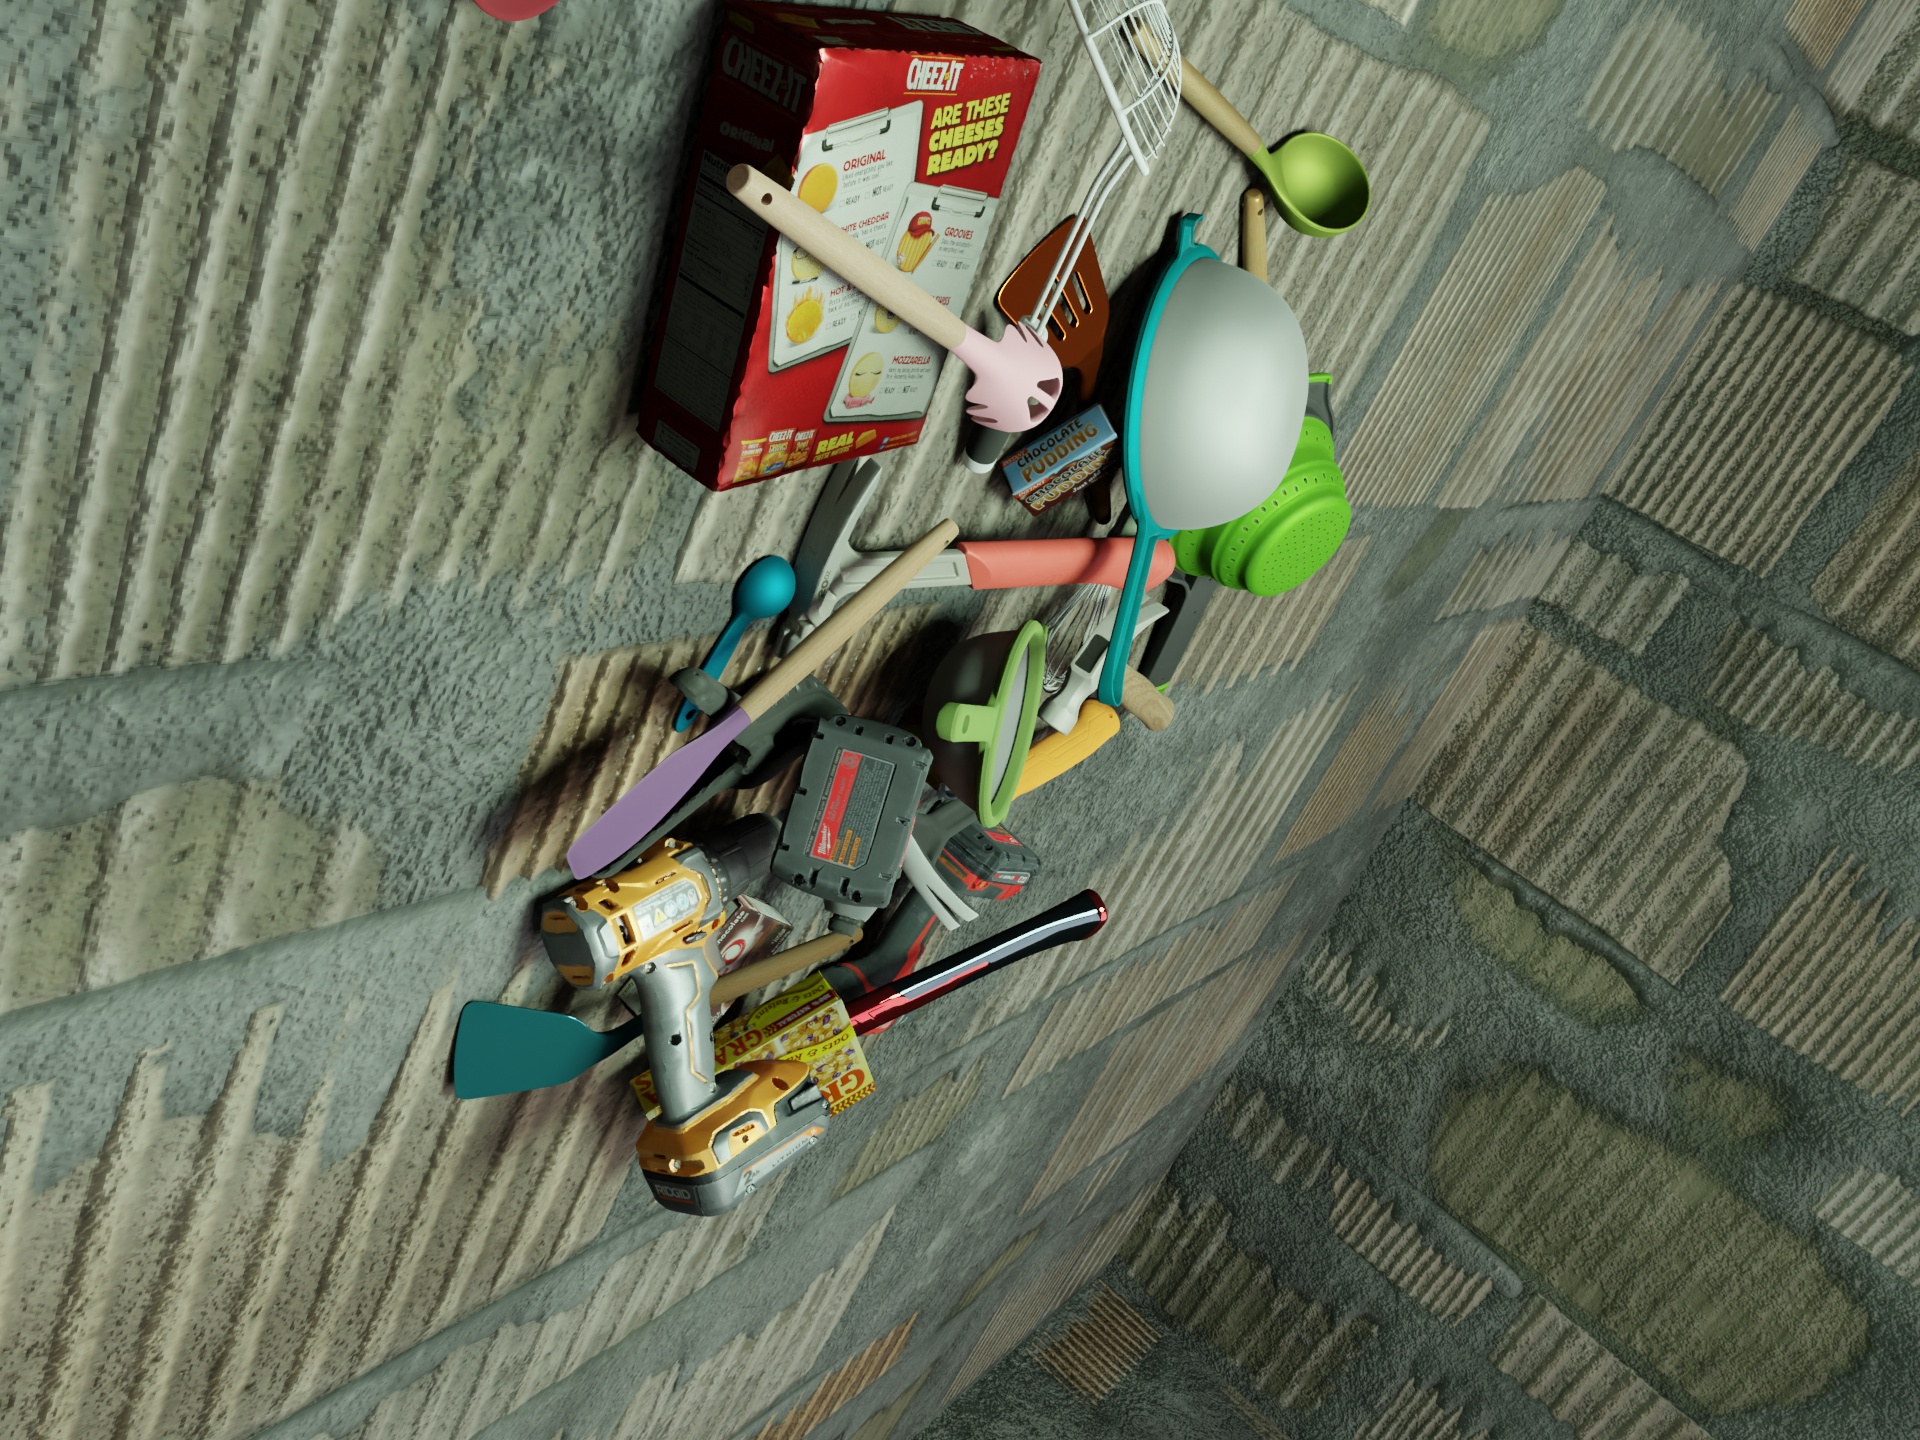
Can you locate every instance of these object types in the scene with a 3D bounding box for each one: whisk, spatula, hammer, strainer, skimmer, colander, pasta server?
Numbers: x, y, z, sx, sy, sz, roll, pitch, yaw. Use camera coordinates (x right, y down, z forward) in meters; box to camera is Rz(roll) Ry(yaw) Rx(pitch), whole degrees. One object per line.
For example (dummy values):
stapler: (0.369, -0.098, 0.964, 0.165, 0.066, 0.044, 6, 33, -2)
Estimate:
whisk: (0.115, -0.119, 1.269, 0.058, 0.059, 0.246, -96, -153, -53)
spatula: (-0.110, -0.019, 0.937, 0.316, 0.018, 0.059, -45, 162, -22)
spatula: (-0.194, 0.187, 1.100, 0.317, 0.044, 0.082, -16, 130, -44)
hammer: (0.033, -0.116, 1.095, 0.359, 0.037, 0.149, -9, 133, -46)
strainer: (-0.002, -0.003, 1.085, 0.256, 0.069, 0.151, 2, 101, -77)
hammer: (0.148, -0.030, 1.381, 0.130, 0.031, 0.331, -56, 162, 3)
hammer: (-0.047, 0.217, 1.313, 0.386, 0.038, 0.143, -22, 134, -21)
hammer: (0.051, 0.056, 1.354, 0.034, 0.127, 0.337, -35, 177, 38)
skimmer: (0.034, -0.266, 0.900, 0.090, 0.127, 0.363, -3, 150, -21)
spatula: (0.084, -0.222, 1.121, 0.081, 0.041, 0.322, -47, 160, -9)
strainer: (0.178, -0.167, 1.125, 0.210, 0.095, 0.340, 35, 68, -64)
colander: (0.246, -0.121, 1.423, 0.204, 0.095, 0.396, -18, 146, -31)
pasta server: (-0.022, -0.201, 0.777, 0.060, 0.040, 0.316, -59, 153, 9)

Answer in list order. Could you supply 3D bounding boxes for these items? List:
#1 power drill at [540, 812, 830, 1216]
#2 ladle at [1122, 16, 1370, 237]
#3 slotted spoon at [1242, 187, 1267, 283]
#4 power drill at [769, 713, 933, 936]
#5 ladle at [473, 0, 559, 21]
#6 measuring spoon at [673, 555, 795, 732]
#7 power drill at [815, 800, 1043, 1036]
power drill: (-0.161, 0.183, 1.049, 0.185, 0.084, 0.226, -29, 106, -45)
ladle: (0.192, -0.392, 1.042, 0.062, 0.078, 0.320, -14, 170, 30)
slotted spoon: (0.238, -0.307, 1.276, 0.070, 0.031, 0.313, -41, 152, -11)
power drill: (-0.069, 0.077, 1.093, 0.219, 0.078, 0.143, 88, 19, -81)
ladle: (-0.085, -0.333, 0.657, 0.315, 0.031, 0.069, -31, 151, -44)
measuring spoon: (-0.136, -0.041, 0.968, 0.128, 0.021, 0.042, -58, 156, 13)
power drill: (-0.028, 0.188, 1.419, 0.226, 0.080, 0.187, -53, 156, 7)
